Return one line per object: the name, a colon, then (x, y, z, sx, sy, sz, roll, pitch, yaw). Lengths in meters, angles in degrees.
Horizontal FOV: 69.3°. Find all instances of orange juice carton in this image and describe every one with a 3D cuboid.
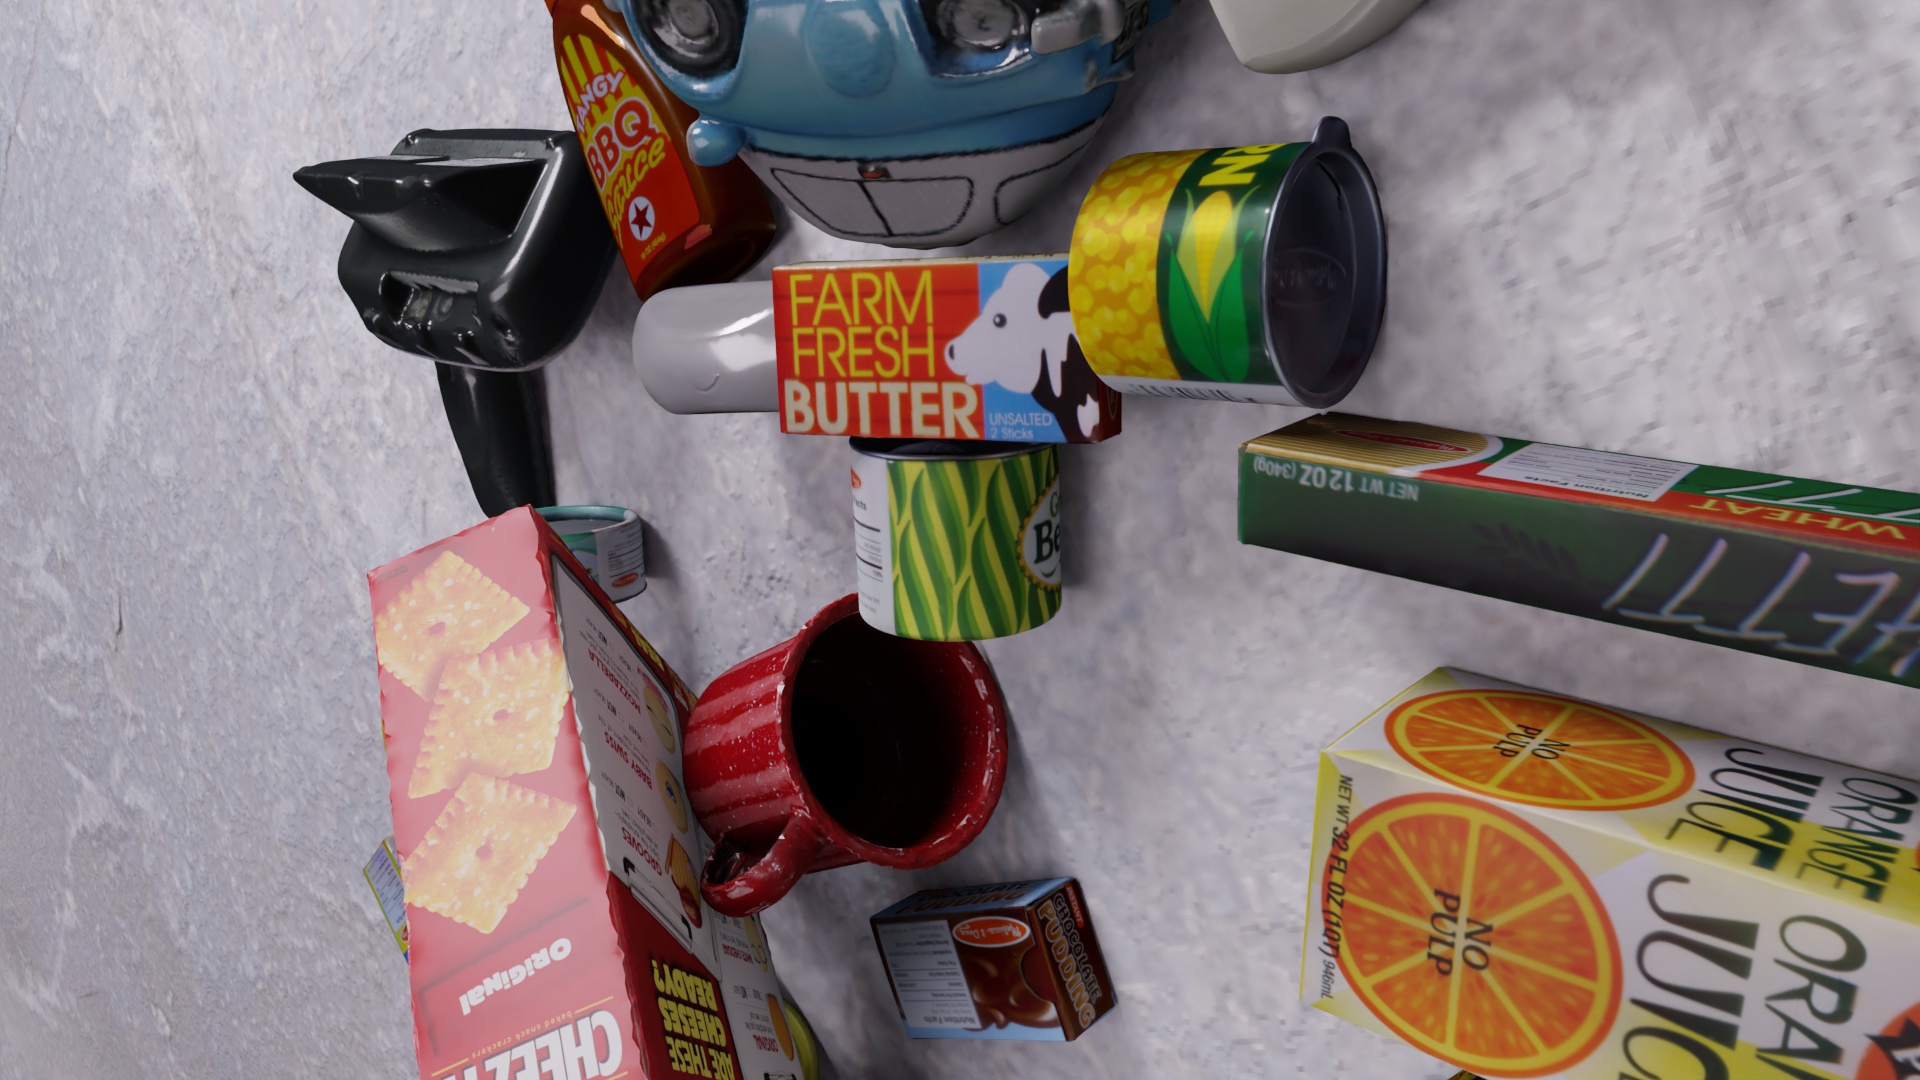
orange juice carton: (0.180, 0.092, 0.305, 0.193, 0.073, 0.071, 13, 111, 38)

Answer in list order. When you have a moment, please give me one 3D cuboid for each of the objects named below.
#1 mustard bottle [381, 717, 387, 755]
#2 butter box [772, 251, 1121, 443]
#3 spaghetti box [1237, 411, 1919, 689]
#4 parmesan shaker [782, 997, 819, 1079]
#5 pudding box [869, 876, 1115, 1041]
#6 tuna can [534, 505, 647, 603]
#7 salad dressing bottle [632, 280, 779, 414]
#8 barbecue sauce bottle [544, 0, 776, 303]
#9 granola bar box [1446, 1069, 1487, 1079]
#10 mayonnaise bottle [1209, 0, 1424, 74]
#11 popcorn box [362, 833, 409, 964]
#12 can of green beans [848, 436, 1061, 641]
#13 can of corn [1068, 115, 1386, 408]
mustard bottle: (-0.244, 0.149, 0.706, 0.065, 0.049, 0.160, -26, 85, 44)
butter box: (-0.005, -0.056, 0.404, 0.103, 0.024, 0.053, 3, 103, 24)
spaghetti box: (0.180, 0.005, 0.296, 0.250, 0.050, 0.028, 14, 113, 38)
parmesan shaker: (-0.113, 0.248, 0.608, 0.071, 0.071, 0.102, 54, 130, 15)
pudding box: (0.010, 0.151, 0.499, 0.083, 0.030, 0.049, -19, 89, 42)
tuna can: (-0.170, 0.007, 0.589, 0.071, 0.071, 0.032, 9, 107, 39)
salad dressing bottle: (-0.043, -0.066, 0.465, 0.147, 0.064, 0.043, 3, 116, 33)
barbecue sauce bottle: (-0.120, -0.166, 0.514, 0.064, 0.044, 0.148, -28, 83, 44)
granola bar box: (0.151, 0.226, 0.391, 0.124, 0.039, 0.164, 50, 128, 19)
mayonnaise bottle: (0.121, -0.163, 0.308, 0.147, 0.041, 0.064, -19, 90, 41)
popcorn box: (-0.170, 0.143, 0.588, 0.085, 0.127, 0.038, 57, 136, 13)
can of green beans: (-0.001, -0.005, 0.440, 0.071, 0.071, 0.057, 11, 110, 39)
can of corn: (0.069, -0.071, 0.360, 0.058, 0.071, 0.071, 9, 108, 40)
